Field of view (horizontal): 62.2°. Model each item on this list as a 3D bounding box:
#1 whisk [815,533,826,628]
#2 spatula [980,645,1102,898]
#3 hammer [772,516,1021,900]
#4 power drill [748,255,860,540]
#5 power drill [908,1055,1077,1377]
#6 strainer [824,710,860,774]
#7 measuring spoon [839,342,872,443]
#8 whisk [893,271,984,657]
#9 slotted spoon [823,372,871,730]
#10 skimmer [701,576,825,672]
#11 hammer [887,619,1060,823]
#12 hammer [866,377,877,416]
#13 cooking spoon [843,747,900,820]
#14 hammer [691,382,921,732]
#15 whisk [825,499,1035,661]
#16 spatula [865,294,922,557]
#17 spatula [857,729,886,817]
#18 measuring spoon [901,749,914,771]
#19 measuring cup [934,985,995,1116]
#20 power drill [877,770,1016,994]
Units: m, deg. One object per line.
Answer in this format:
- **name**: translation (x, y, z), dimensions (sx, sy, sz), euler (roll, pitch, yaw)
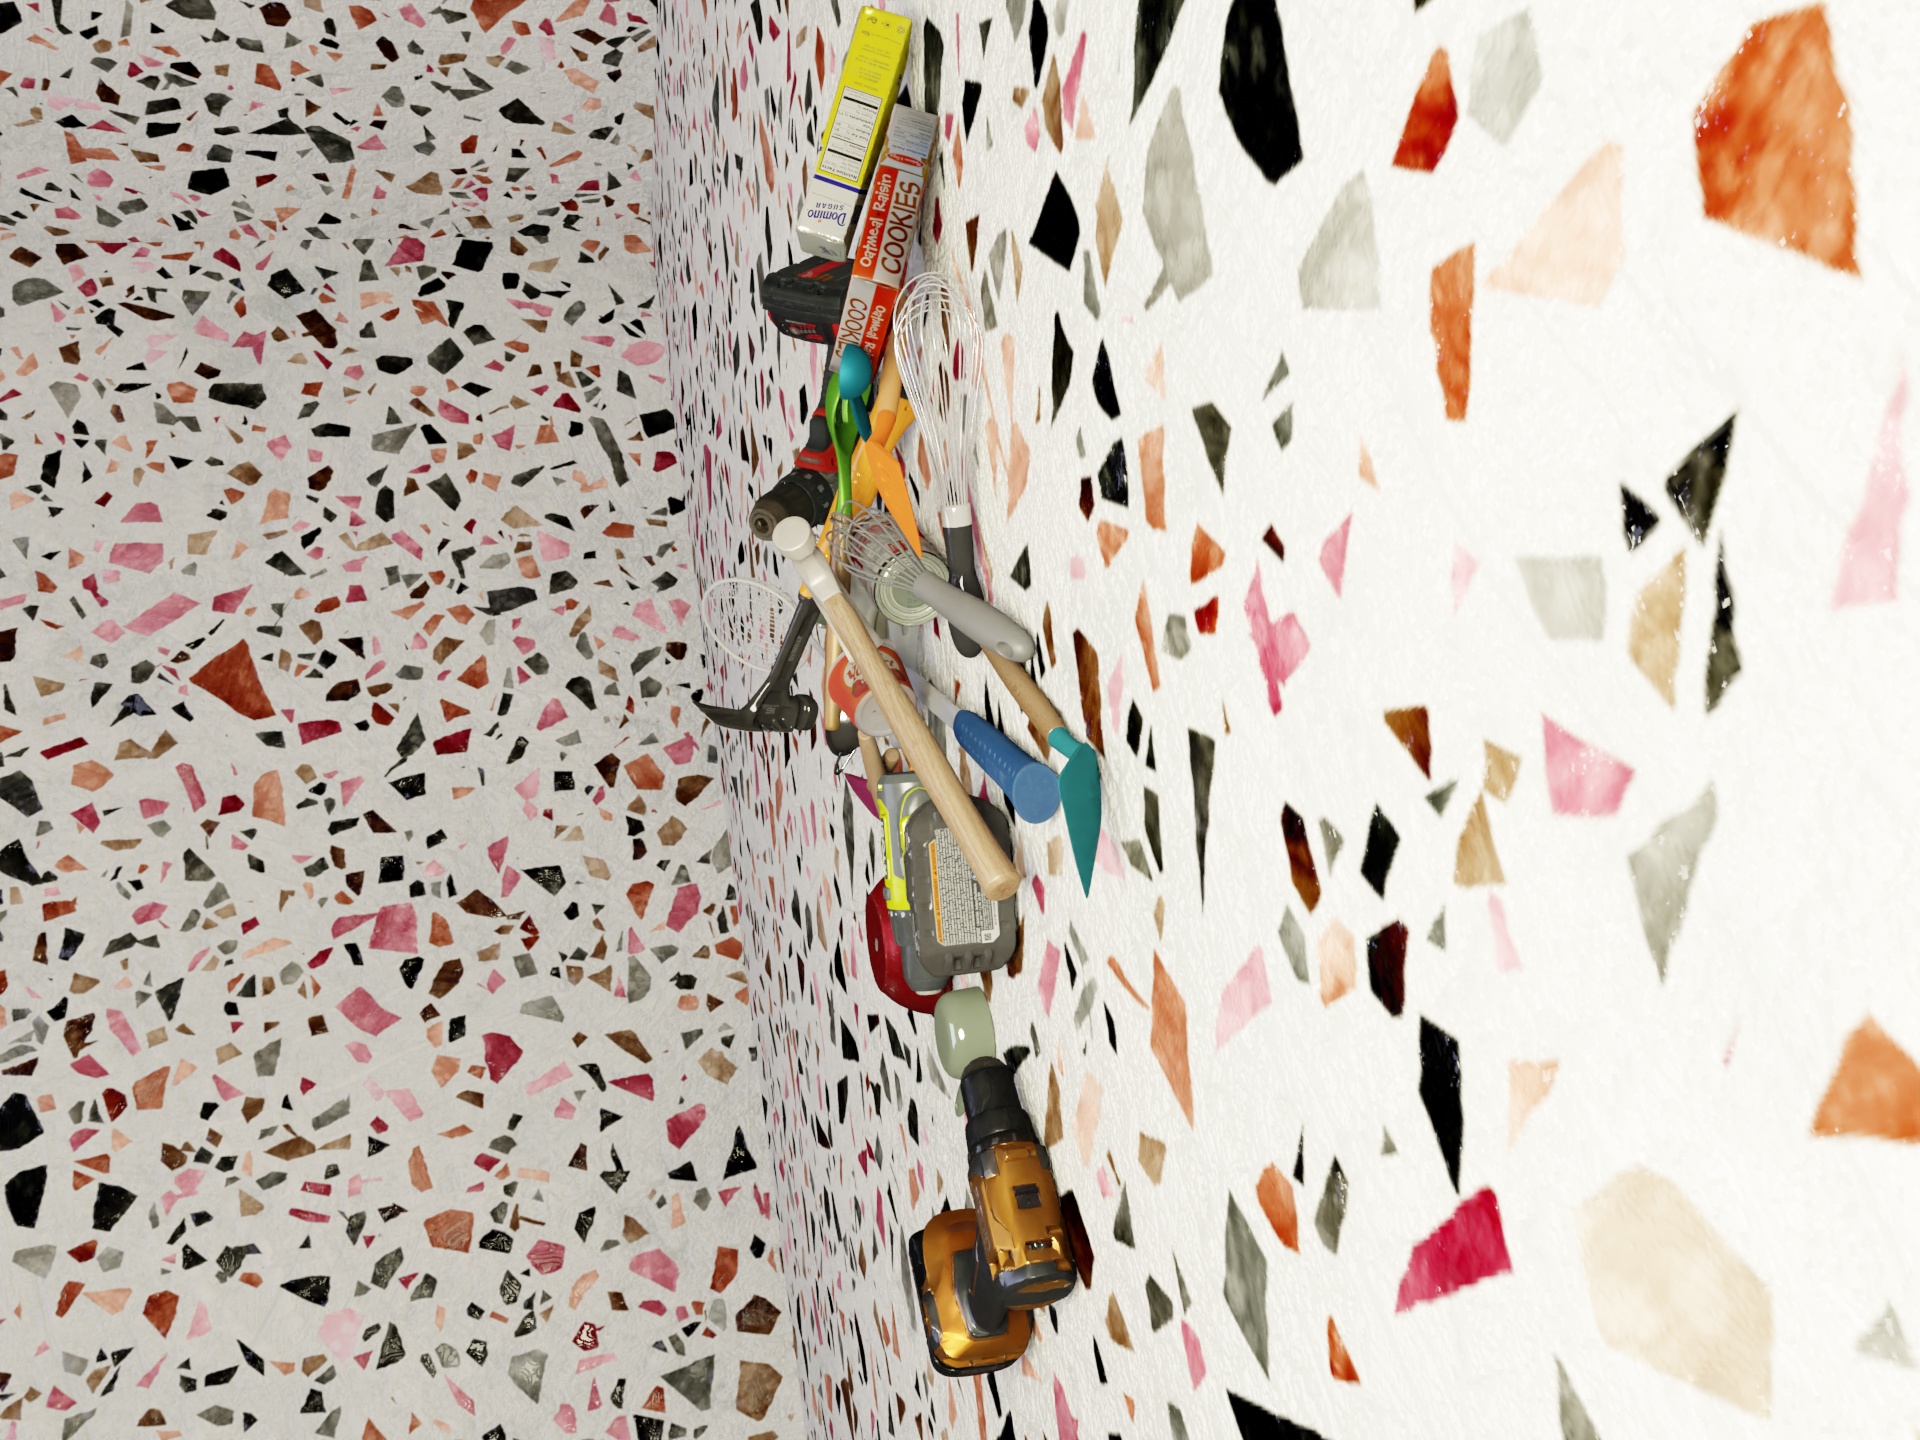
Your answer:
- **whisk**: translation (-0.131, -0.131, 1.530), dimensions (0.059, 0.058, 0.246), euler (-62, -1, -13)
- **spatula**: translation (0.046, 0.002, 1.043), dimensions (0.318, 0.044, 0.082), euler (-121, 14, -63)
- **hammer**: translation (-0.044, -0.004, 1.181), dimensions (0.332, 0.031, 0.130), euler (58, 179, 30)
- **power drill**: translation (-0.124, -0.275, 1.386), dimensions (0.188, 0.080, 0.226), euler (-44, -36, -52)
- **power drill**: translation (0.019, 0.385, 1.225), dimensions (0.226, 0.084, 0.186), euler (108, 154, -47)
- **strainer**: translation (-0.104, -0.070, 1.617), dimensions (0.087, 0.050, 0.258), euler (-9, -78, -61)
- **measuring spoon**: translation (-0.073, -0.248, 1.239), dimensions (0.128, 0.021, 0.042), euler (71, -152, -71)
- **whisk**: translation (-0.006, -0.184, 1.172), dimensions (0.070, 0.070, 0.284), euler (-137, 38, -69)
- **slotted spoon**: translation (-0.099, -0.145, 1.311), dimensions (0.070, 0.031, 0.313), euler (-33, -51, -70)
- **skimmer**: translation (-0.165, -0.055, 1.563), dimensions (0.127, 0.090, 0.364), euler (60, 172, -29)
- **hammer**: translation (-0.002, -0.004, 1.246), dimensions (0.406, 0.035, 0.144), euler (-139, 45, -70)
- **hammer**: translation (-0.128, -0.298, 1.645), dimensions (0.331, 0.033, 0.128), euler (166, 100, -76)
- **cooking spoon**: translation (-0.081, 0.059, 1.541), dimensions (0.069, 0.017, 0.319), euler (51, 168, 3)
- **hammer**: translation (-0.121, -0.137, 1.379), dimensions (0.034, 0.127, 0.336), euler (40, 114, 35)
- **whisk**: translation (-0.024, -0.101, 1.158), dimensions (0.239, 0.055, 0.055), euler (37, 135, 41)
- **spatula**: translation (-0.047, -0.248, 1.233), dimensions (0.323, 0.041, 0.080), euler (-87, -13, -47)
- **spatula**: translation (-0.070, 0.079, 1.463), dimensions (0.315, 0.018, 0.060), euler (83, 173, -64)
- **measuring spoon**: translation (-0.050, 0.021, 1.505), dimensions (0.117, 0.011, 0.021), euler (-113, 22, -60)
- **measuring cup**: translation (-0.005, 0.293, 1.357), dimensions (0.167, 0.038, 0.083), euler (102, 158, -44)
- **power drill**: translation (-0.019, 0.138, 1.288), dimensions (0.228, 0.080, 0.190), euler (177, 88, -79)
